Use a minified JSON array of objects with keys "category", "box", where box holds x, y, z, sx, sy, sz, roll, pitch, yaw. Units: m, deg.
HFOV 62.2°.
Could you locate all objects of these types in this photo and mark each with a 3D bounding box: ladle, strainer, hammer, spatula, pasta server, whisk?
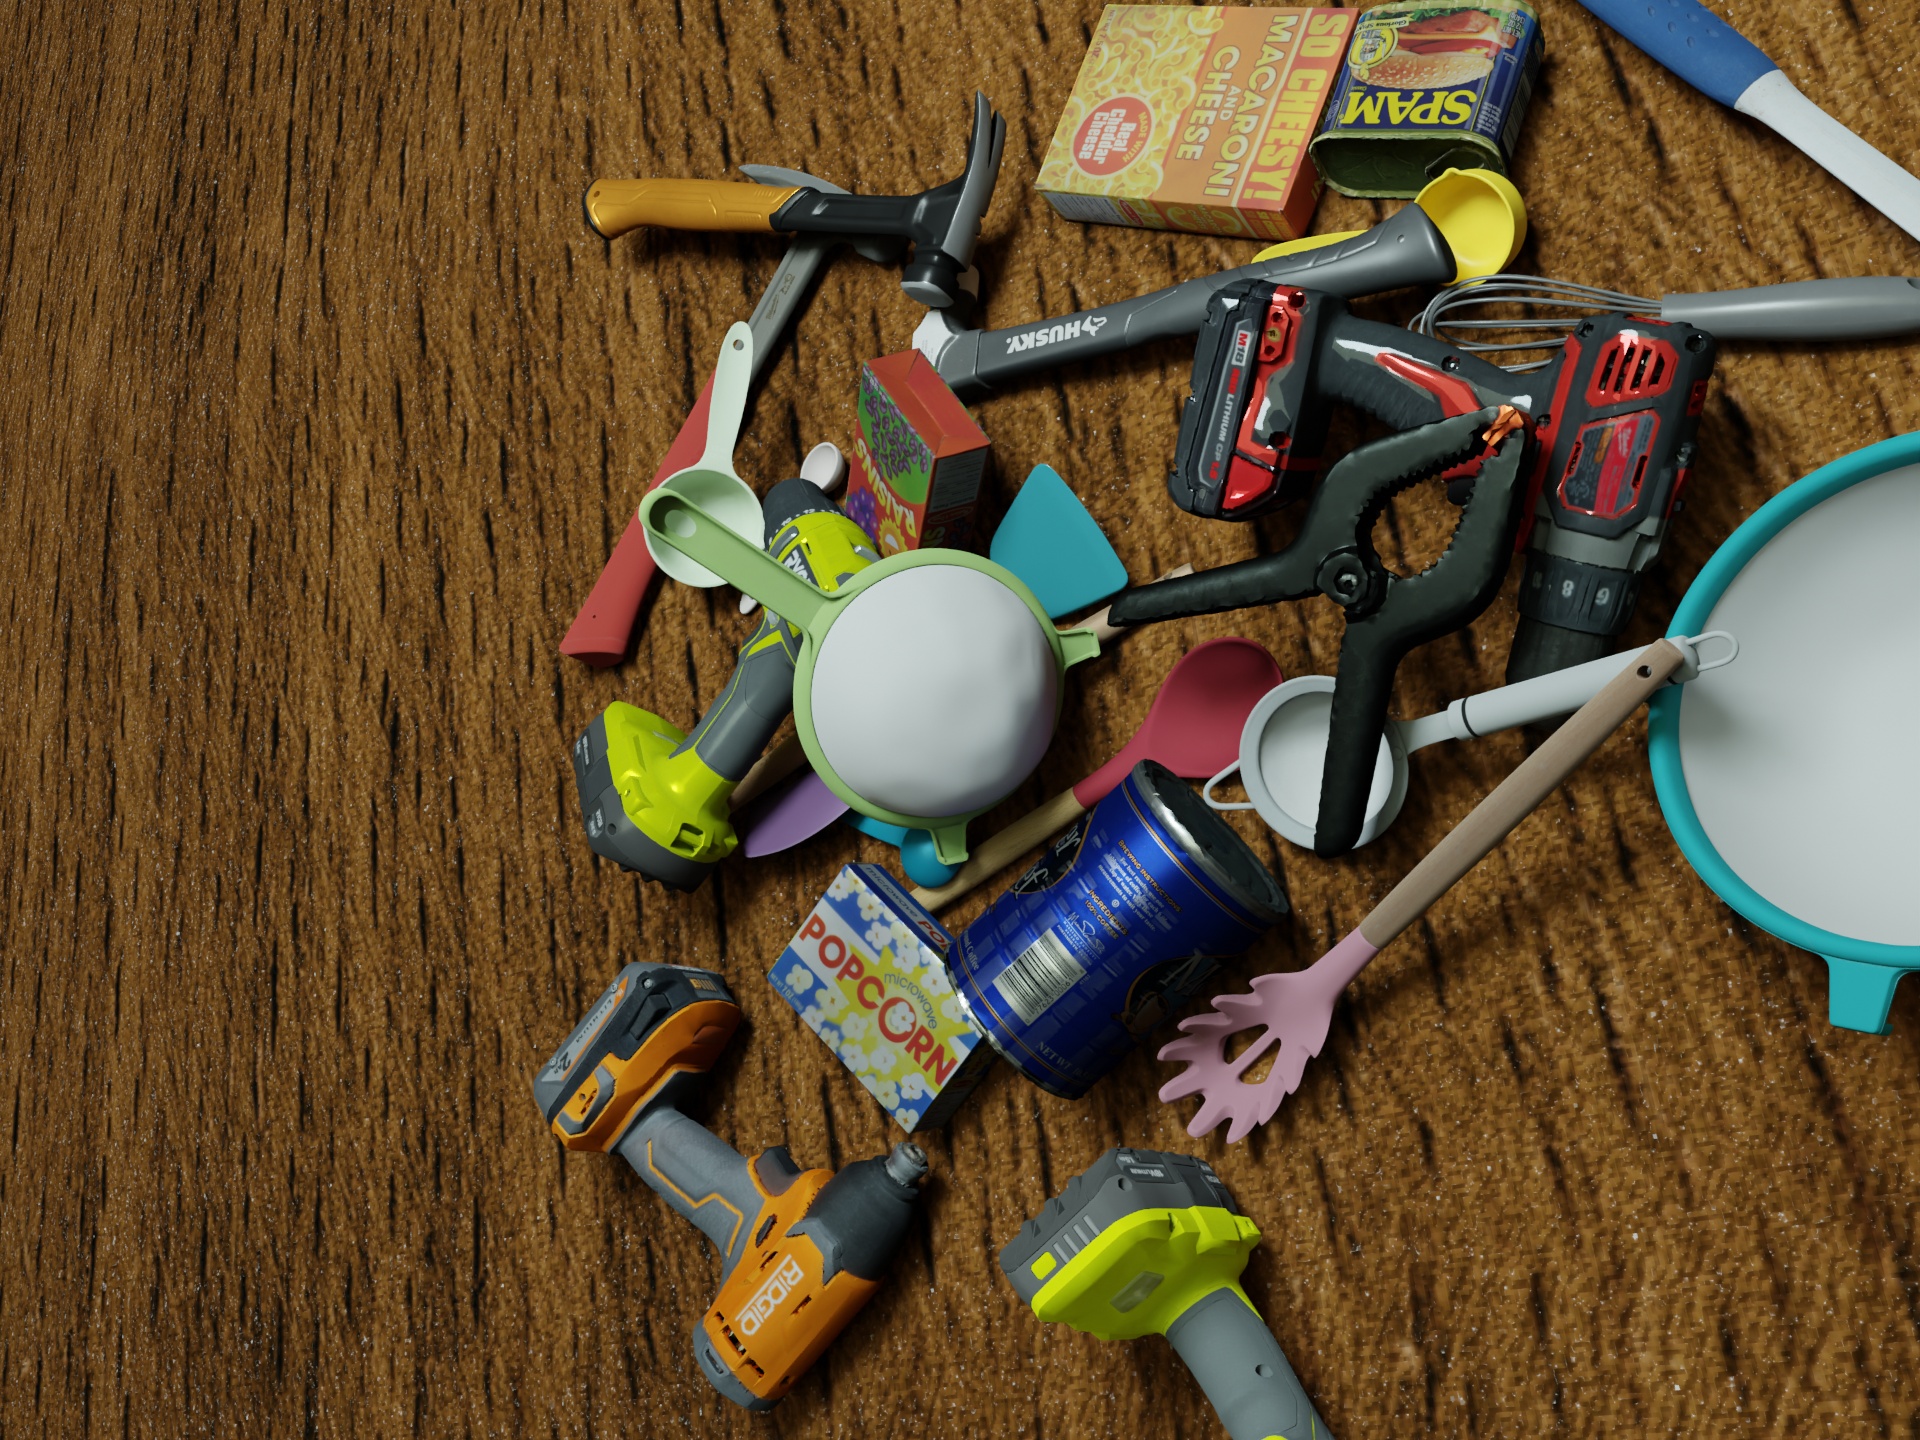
[{"category":"ladle","box":[0.045,0.057,0.866,0.315,0.031,0.069,-35,64,21]},{"category":"strainer","box":[-0.047,-0.038,0.799,0.151,0.256,0.069,-57,23,-1]},{"category":"hammer","box":[0.368,-0.281,0.728,0.144,0.035,0.406,-32,61,-1]},{"category":"spatula","box":[-0.001,-0.003,0.909,0.316,0.018,0.060,-31,33,18]},{"category":"hammer","box":[0.109,-0.219,0.883,0.335,0.035,0.146,-4,74,37]},{"category":"pasta server","box":[0.199,0.081,0.710,0.060,0.040,0.316,49,122,20]},{"category":"hammer","box":[-0.123,-0.342,1.040,0.337,0.034,0.127,14,84,34]},{"category":"spatula","box":[-0.043,-0.026,0.933,0.317,0.044,0.082,-36,87,20]},{"category":"whisk","box":[0.332,-0.188,0.747,0.239,0.055,0.055,4,78,28]},{"category":"strainer","box":[0.426,-0.041,0.584,0.340,0.095,0.211,-46,41,29]},{"category":"strainer","box":[0.226,0.002,0.728,0.258,0.050,0.087,-20,88,44]},{"category":"hammer","box":[-0.175,-0.201,1.072,0.149,0.036,0.359,31,93,34]}]

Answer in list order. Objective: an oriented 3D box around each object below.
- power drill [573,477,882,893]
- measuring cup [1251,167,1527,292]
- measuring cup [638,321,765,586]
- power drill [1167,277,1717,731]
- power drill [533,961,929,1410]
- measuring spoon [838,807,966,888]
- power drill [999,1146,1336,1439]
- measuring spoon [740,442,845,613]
[{"category":"power drill","box":[-0.131,-0.028,0.944,0.228,0.080,0.191,-48,37,16]},{"category":"measuring cup","box":[0.225,-0.254,0.844,0.157,0.029,0.062,5,116,46]},{"category":"measuring cup","box":[-0.154,-0.169,1.013,0.083,0.038,0.167,11,99,-9]},{"category":"power drill","box":[0.219,-0.109,0.752,0.227,0.080,0.188,18,108,27]},{"category":"power drill","box":[-0.124,0.239,0.887,0.164,0.084,0.227,-50,61,9]},{"category":"measuring spoon","box":[-0.047,0.058,0.912,0.129,0.021,0.042,24,85,45]},{"category":"power drill","box":[0.118,0.293,0.666,0.080,0.171,0.223,-47,54,12]},{"category":"measuring spoon","box":[-0.107,-0.121,1.022,0.034,0.018,0.124,43,107,45]}]
